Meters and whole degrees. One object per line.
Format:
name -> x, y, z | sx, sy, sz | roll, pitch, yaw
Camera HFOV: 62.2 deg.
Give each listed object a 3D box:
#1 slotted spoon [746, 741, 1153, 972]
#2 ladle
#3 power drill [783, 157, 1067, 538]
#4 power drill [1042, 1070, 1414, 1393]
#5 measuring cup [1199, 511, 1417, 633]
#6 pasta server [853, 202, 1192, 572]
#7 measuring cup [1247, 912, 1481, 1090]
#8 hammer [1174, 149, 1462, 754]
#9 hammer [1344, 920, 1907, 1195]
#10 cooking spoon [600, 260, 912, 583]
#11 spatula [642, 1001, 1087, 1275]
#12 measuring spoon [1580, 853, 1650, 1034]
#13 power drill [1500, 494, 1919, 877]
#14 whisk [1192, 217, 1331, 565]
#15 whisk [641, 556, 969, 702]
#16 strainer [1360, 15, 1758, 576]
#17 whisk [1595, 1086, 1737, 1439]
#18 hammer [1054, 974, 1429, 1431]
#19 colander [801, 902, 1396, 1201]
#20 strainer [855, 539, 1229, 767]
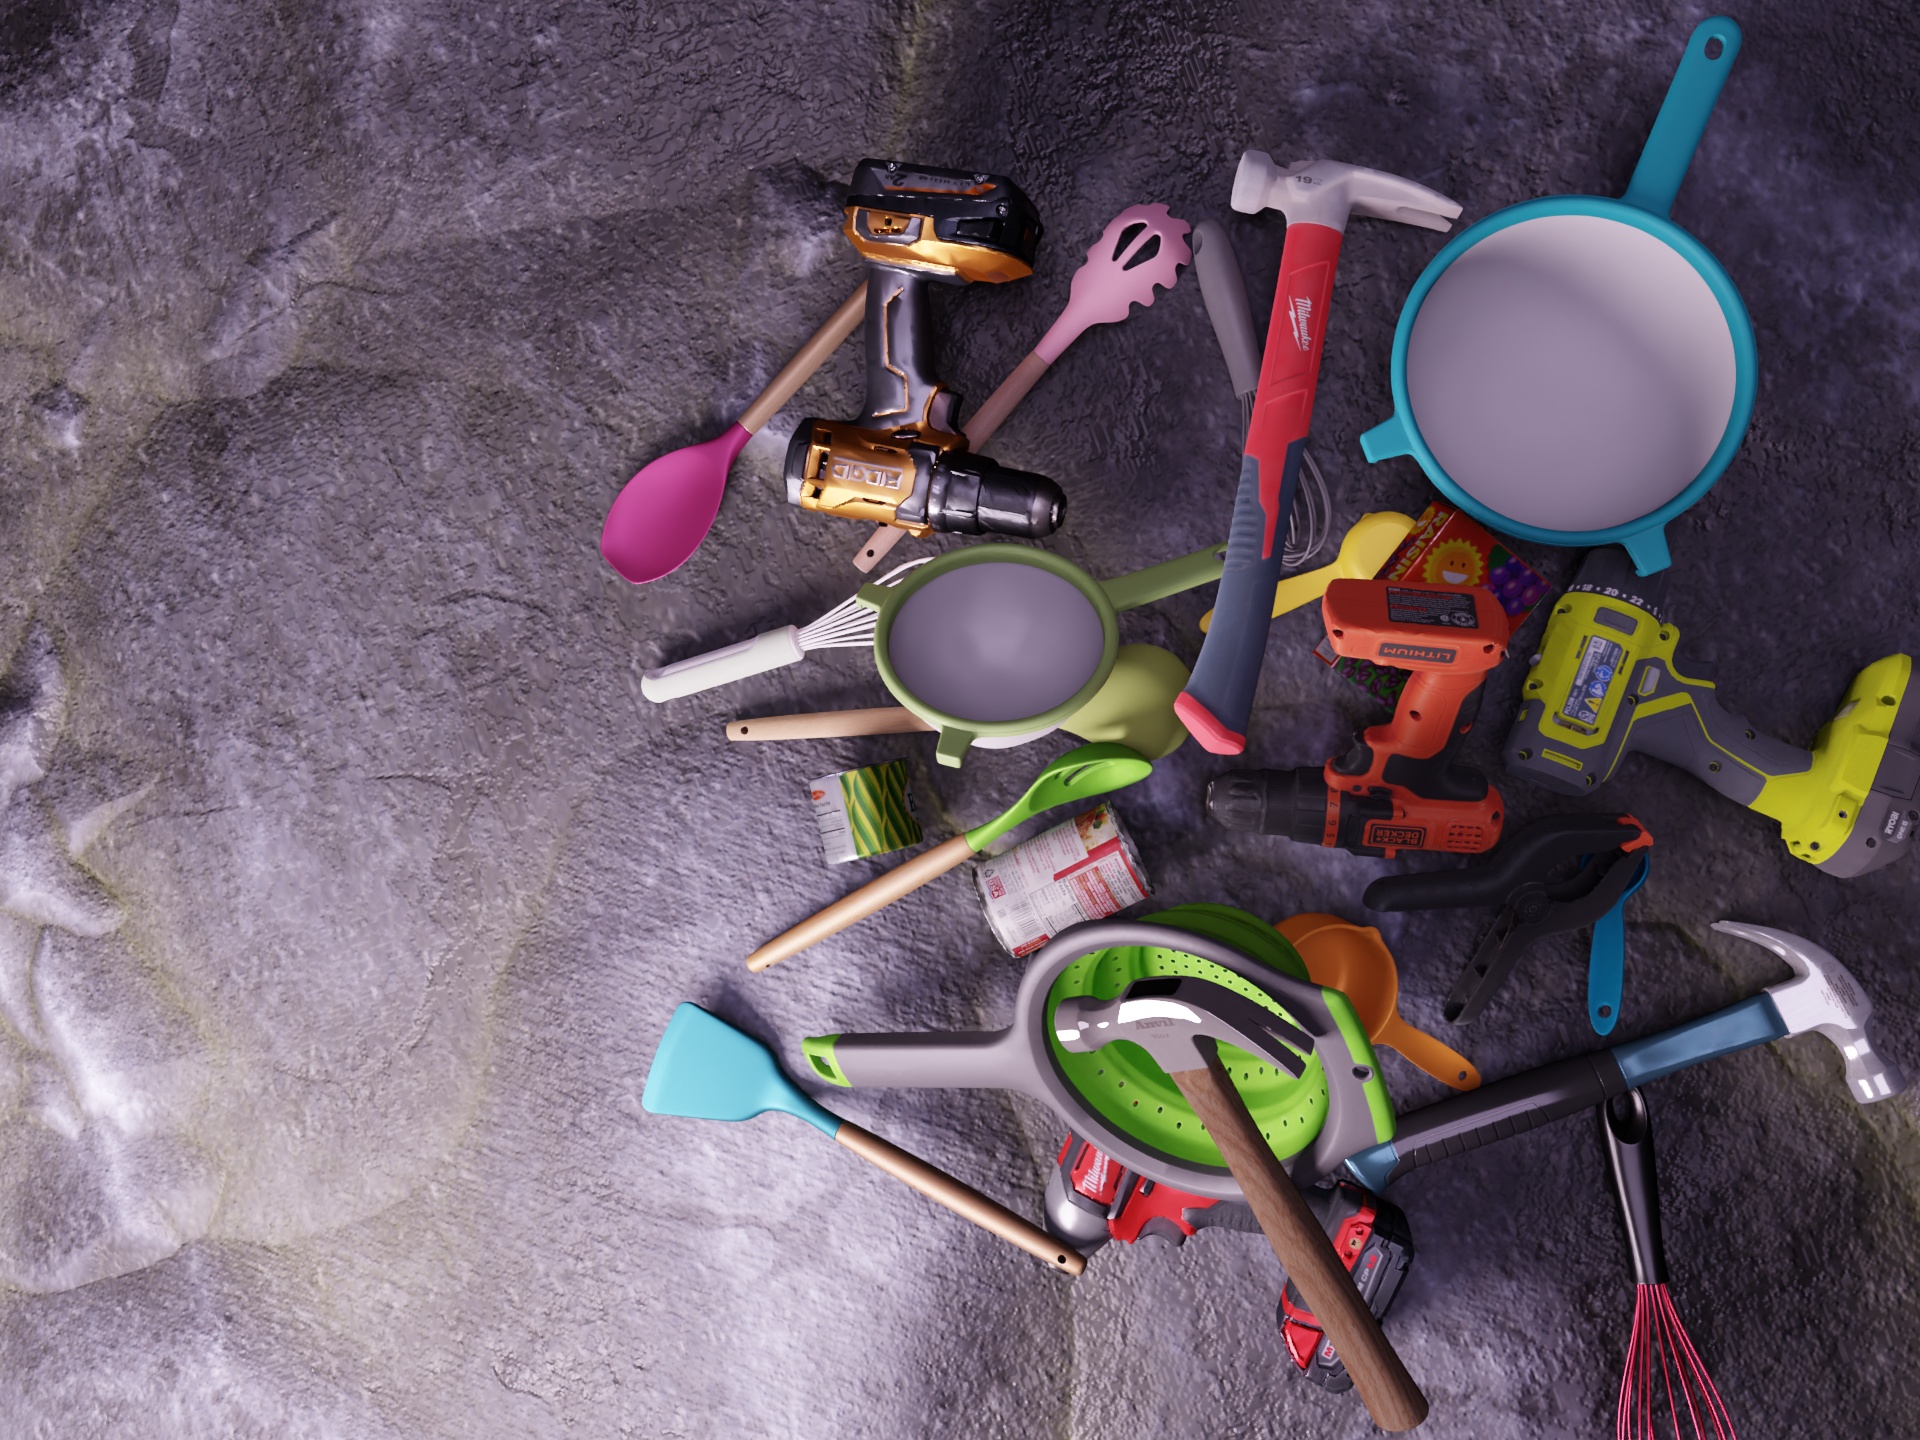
slotted spoon -> -0.016, 0.091, 1.044 | 0.314, 0.070, 0.031 | -31, 64, 17
ladle -> -0.002, -0.003, 1.065 | 0.320, 0.062, 0.078 | -4, 92, 15
power drill -> -0.006, -0.229, 1.020 | 0.185, 0.084, 0.226 | 14, 97, 17
power drill -> 0.162, 0.325, 1.015 | 0.220, 0.078, 0.143 | 26, 92, 11
measuring cup -> 0.229, -0.089, 1.031 | 0.156, 0.029, 0.062 | -21, 86, 5
pasta server -> 0.037, -0.220, 1.065 | 0.060, 0.040, 0.316 | 43, 99, 6
measuring cup -> 0.259, 0.188, 1.020 | 0.173, 0.052, 0.095 | 33, 88, -18
hammer -> 0.209, -0.165, 0.983 | 0.143, 0.038, 0.386 | 12, 79, 1
hammer -> 0.393, 0.222, 0.984 | 0.331, 0.033, 0.128 | -21, 74, 5
cooking spoon -> -0.130, -0.219, 1.091 | 0.069, 0.017, 0.319 | 45, 96, 8
spatula -> -0.062, 0.285, 1.045 | 0.318, 0.044, 0.082 | 23, 95, 20
measuring spoon -> 0.407, 0.134, 0.990 | 0.042, 0.021, 0.129 | -6, 64, 42
power drill -> 0.470, -0.020, 0.974 | 0.228, 0.080, 0.190 | 23, 85, 10
whisk -> 0.190, -0.215, 1.032 | 0.055, 0.055, 0.239 | -16, 83, 8
whisk -> -0.104, -0.056, 1.073 | 0.246, 0.058, 0.059 | -16, 117, 12
strainer -> 0.391, -0.263, 0.983 | 0.211, 0.095, 0.340 | 24, 87, 5
whisk -> 0.432, 0.367, 0.986 | 0.073, 0.073, 0.296 | -8, 81, 8
hammer -> 0.184, 0.277, 0.896 | 0.130, 0.031, 0.331 | -18, 112, 38
colander -> 0.075, 0.185, 0.980 | 0.397, 0.094, 0.204 | -8, 117, 34
strainer -> 0.071, -0.053, 1.006 | 0.256, 0.069, 0.152 | -20, 54, -13
